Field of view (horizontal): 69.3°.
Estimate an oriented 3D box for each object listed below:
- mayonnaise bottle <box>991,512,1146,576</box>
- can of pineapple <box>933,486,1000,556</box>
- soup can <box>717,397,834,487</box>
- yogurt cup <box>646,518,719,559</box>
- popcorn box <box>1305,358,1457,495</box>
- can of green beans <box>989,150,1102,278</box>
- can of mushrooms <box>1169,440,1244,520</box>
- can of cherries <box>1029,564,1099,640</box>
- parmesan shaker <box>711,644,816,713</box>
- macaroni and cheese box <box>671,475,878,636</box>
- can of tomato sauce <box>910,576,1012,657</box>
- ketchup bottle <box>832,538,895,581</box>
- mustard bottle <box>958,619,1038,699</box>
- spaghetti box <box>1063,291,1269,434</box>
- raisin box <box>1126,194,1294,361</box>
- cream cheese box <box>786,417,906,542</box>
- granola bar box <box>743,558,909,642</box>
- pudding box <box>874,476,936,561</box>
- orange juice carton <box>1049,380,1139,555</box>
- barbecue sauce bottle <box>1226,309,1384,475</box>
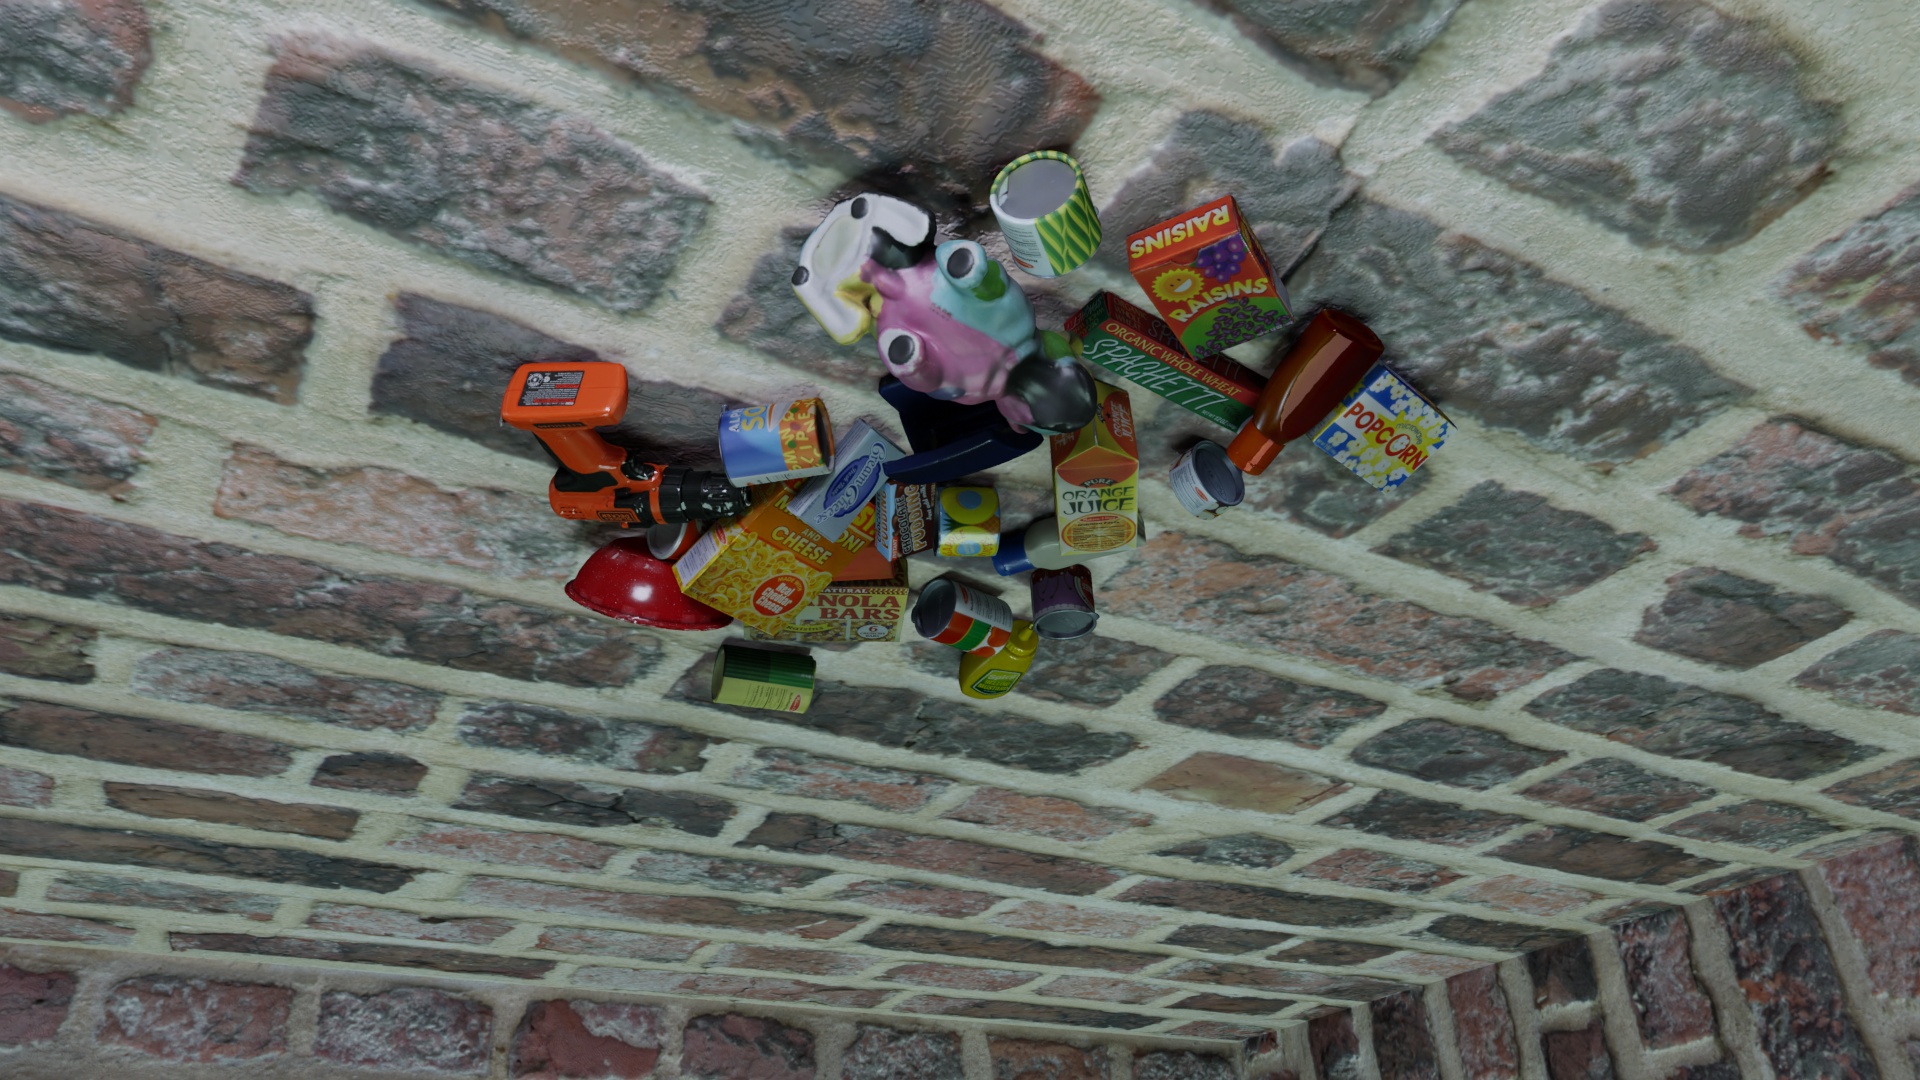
[{"bbox_3d":[0.102,-0.001,1.356,0.148,0.041,0.064,-16,146,23],"label":"mayonnaise bottle"},{"bbox_3d":[0.005,-0.016,1.292,0.058,0.071,0.070,0,149,-6],"label":"can of pineapple"},{"bbox_3d":[-0.155,-0.085,1.170,0.084,0.071,0.071,-8,148,7],"label":"soup can"},{"bbox_3d":[-0.250,-0.012,1.284,0.054,0.072,0.072,15,145,-40],"label":"yogurt cup"},{"bbox_3d":[0.356,-0.100,1.190,0.126,0.038,0.085,26,115,-39],"label":"popcorn box"},{"bbox_3d":[0.059,-0.225,0.955,0.071,0.071,0.057,-12,147,14],"label":"can of green beans"},{"bbox_3d":[0.224,-0.054,1.255,0.071,0.071,0.033,19,142,-32],"label":"can of mushrooms"},{"bbox_3d":[0.109,0.063,1.444,0.071,0.058,0.071,-2,148,-1],"label":"can of cherries"},{"bbox_3d":[-0.221,0.153,1.558,0.103,0.071,0.071,11,146,-20],"label":"parmesan shaker"},{"bbox_3d":[-0.162,0.001,1.271,0.166,0.040,0.123,-44,137,12],"label":"macaroni and cheese box"},{"bbox_3d":[0.002,0.083,1.459,0.083,0.071,0.071,23,140,-37],"label":"can of tomato sauce"},{"bbox_3d":[-0.139,0.015,1.357,0.149,0.044,0.064,-3,148,0],"label":"ketchup bottle"},{"bbox_3d":[0.049,0.128,1.555,0.065,0.049,0.159,8,147,-20],"label":"mustard bottle"},{"bbox_3d":[0.193,-0.136,1.150,0.250,0.029,0.050,20,141,-34],"label":"spaghetti box"},{"bbox_3d":[0.188,-0.194,1.044,0.086,0.040,0.123,-18,145,24],"label":"raisin box"},{"bbox_3d":[-0.099,-0.052,1.213,0.104,0.024,0.053,-50,136,1],"label":"cream cheese box"},{"bbox_3d":[-0.141,0.061,1.437,0.166,0.039,0.123,1,149,-7],"label":"granola bar box"},{"bbox_3d":[-0.051,-0.027,1.263,0.050,0.030,0.083,-16,128,-28],"label":"pudding box"},{"bbox_3d":[0.116,-0.066,1.218,0.073,0.072,0.191,-5,149,3],"label":"orange juice carton"},{"bbox_3d":[0.276,-0.117,1.135,0.065,0.044,0.147,15,127,-30],"label":"barbecue sauce bottle"}]
